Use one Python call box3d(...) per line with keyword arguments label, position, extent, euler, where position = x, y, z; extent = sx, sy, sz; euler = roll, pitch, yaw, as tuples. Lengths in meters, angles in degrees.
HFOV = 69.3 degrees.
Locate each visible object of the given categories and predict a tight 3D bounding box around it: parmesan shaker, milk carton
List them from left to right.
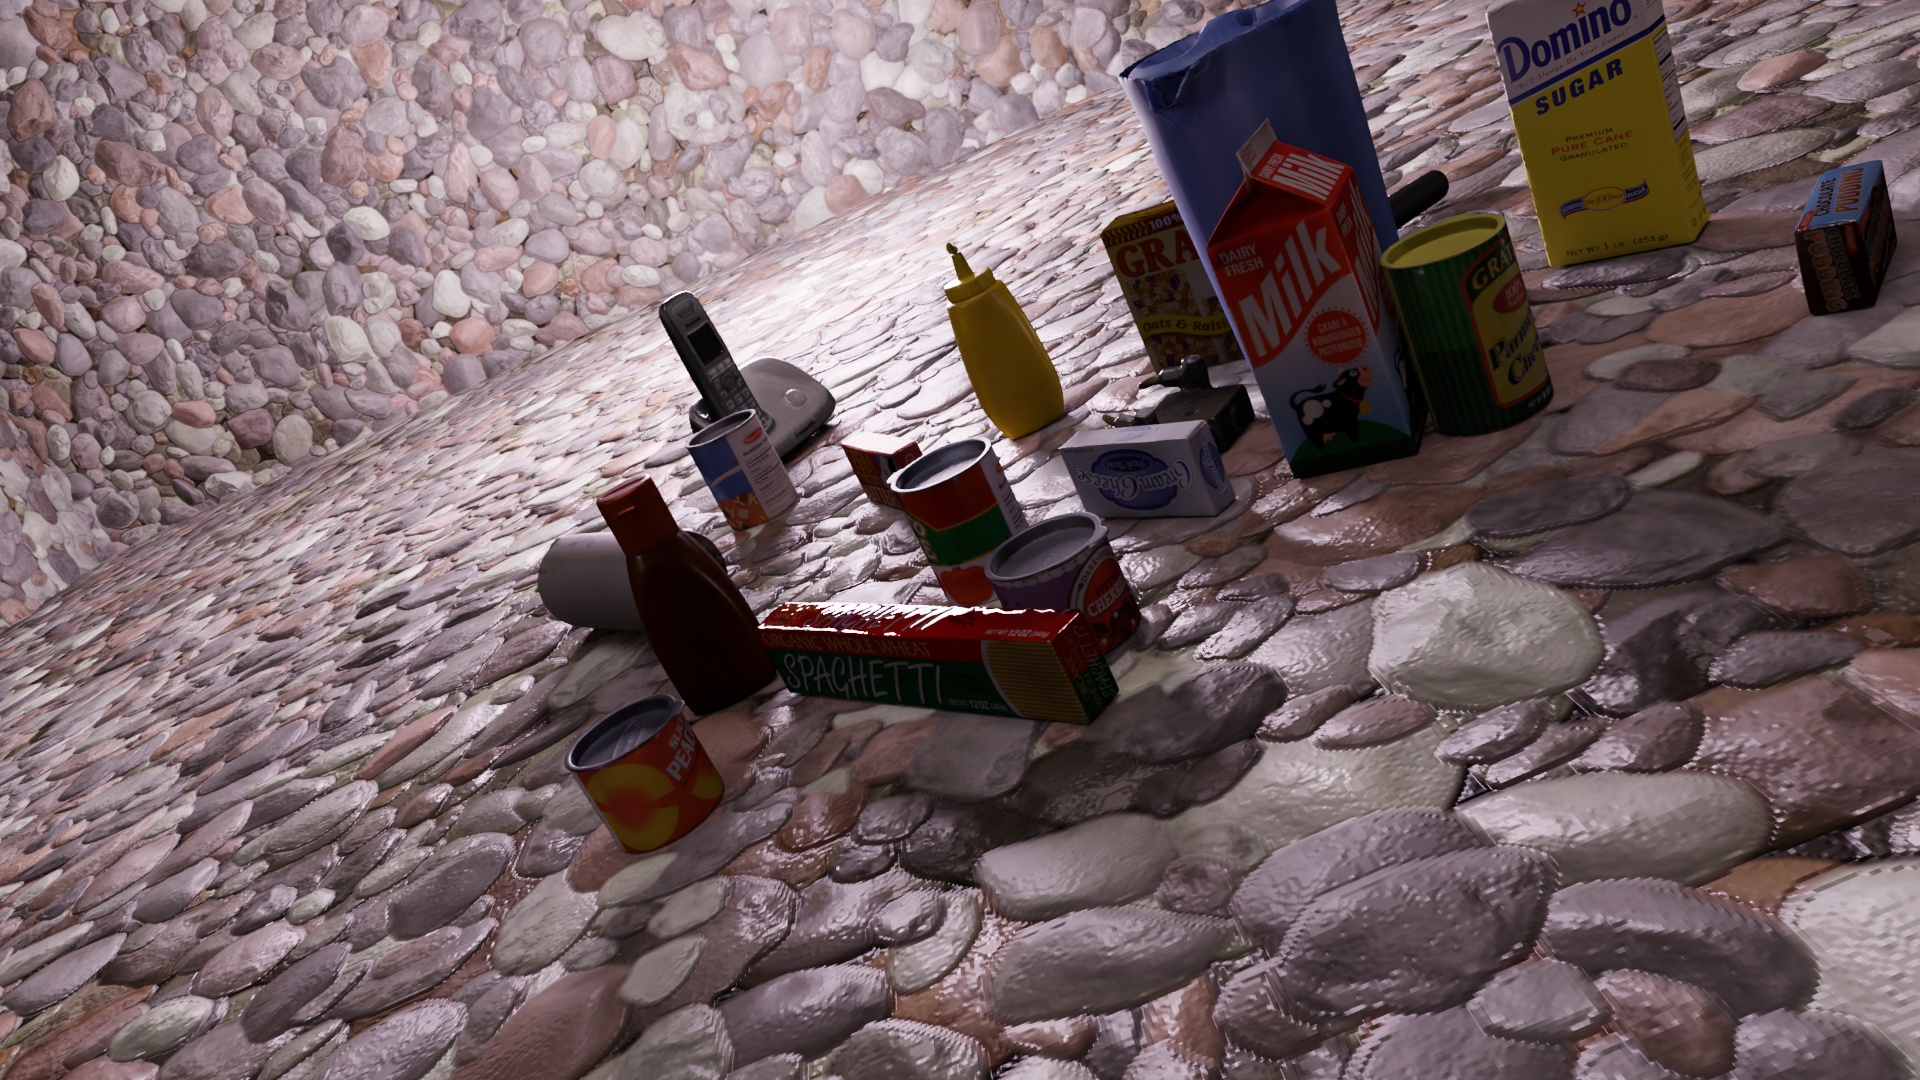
box3d(label="milk carton", position=(0.196, -0.137, 0.775), extent=(0.073, 0.190, 0.073), euler=(-13, 24, 32))
box3d(label="parmesan shaker", position=(0.278, -0.118, 0.758), extent=(0.071, 0.102, 0.071), euler=(-22, 20, 9))

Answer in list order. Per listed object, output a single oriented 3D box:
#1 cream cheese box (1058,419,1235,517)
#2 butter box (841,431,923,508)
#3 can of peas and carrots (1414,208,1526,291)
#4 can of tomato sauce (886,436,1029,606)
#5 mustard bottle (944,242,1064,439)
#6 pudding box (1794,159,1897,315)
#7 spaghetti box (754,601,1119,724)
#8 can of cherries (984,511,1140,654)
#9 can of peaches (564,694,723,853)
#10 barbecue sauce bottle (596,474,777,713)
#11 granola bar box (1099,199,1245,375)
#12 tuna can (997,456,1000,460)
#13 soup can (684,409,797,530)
box3d(label="cream cheese box", position=(0.112, -0.041, 0.836), extent=(0.103, 0.053, 0.024), euler=(-1, 31, 49))
box3d(label="butter box", position=(-0.053, -0.053, 1.058), extent=(0.024, 0.053, 0.103), euler=(-33, 21, -19))
box3d(label="can of peas and carrots", position=(0.325, -0.174, 0.905), extent=(0.071, 0.058, 0.071), euler=(-22, 20, 9))
box3d(label="can of tomato sauce", position=(0.003, -0.011, 0.845), extent=(0.071, 0.083, 0.071), euler=(-22, 20, 9))
box3d(label="mustard bottle", position=(0.026, -0.159, 1.072), extent=(0.065, 0.159, 0.049), euler=(-26, 20, 0))
box3d(label="pudding box", position=(0.459, -0.158, 0.720), extent=(0.030, 0.049, 0.084), euler=(-5, 28, 44))
box3d(label="spaghetti box", position=(-0.023, 0.062, 0.745), extent=(0.250, 0.050, 0.029), euler=(-2, 31, 48))
box3d(label="can of cherries", position=(0.056, 0.026, 0.728), extent=(0.071, 0.058, 0.072), euler=(-22, 20, 9))
box3d(label="can of peaches", position=(-0.167, 0.125, 0.749), extent=(0.071, 0.058, 0.071), euler=(-22, 20, 9))
box3d(label="barbecue sauce bottle", position=(-0.171, 0.031, 0.851), extent=(0.065, 0.148, 0.044), euler=(-25, 20, 3))
box3d(label="granola bar box", position=(0.200, -0.197, 1.013), extent=(0.165, 0.124, 0.039), euler=(-10, 25, 36))
box3d(label="tuna can", position=(0.005, -0.027, 0.957), extent=(0.071, 0.032, 0.071), euler=(-22, 20, 9))
box3d(label="soup can", position=(-0.189, -0.060, 1.191), extent=(0.071, 0.083, 0.071), euler=(-22, 20, 9))
